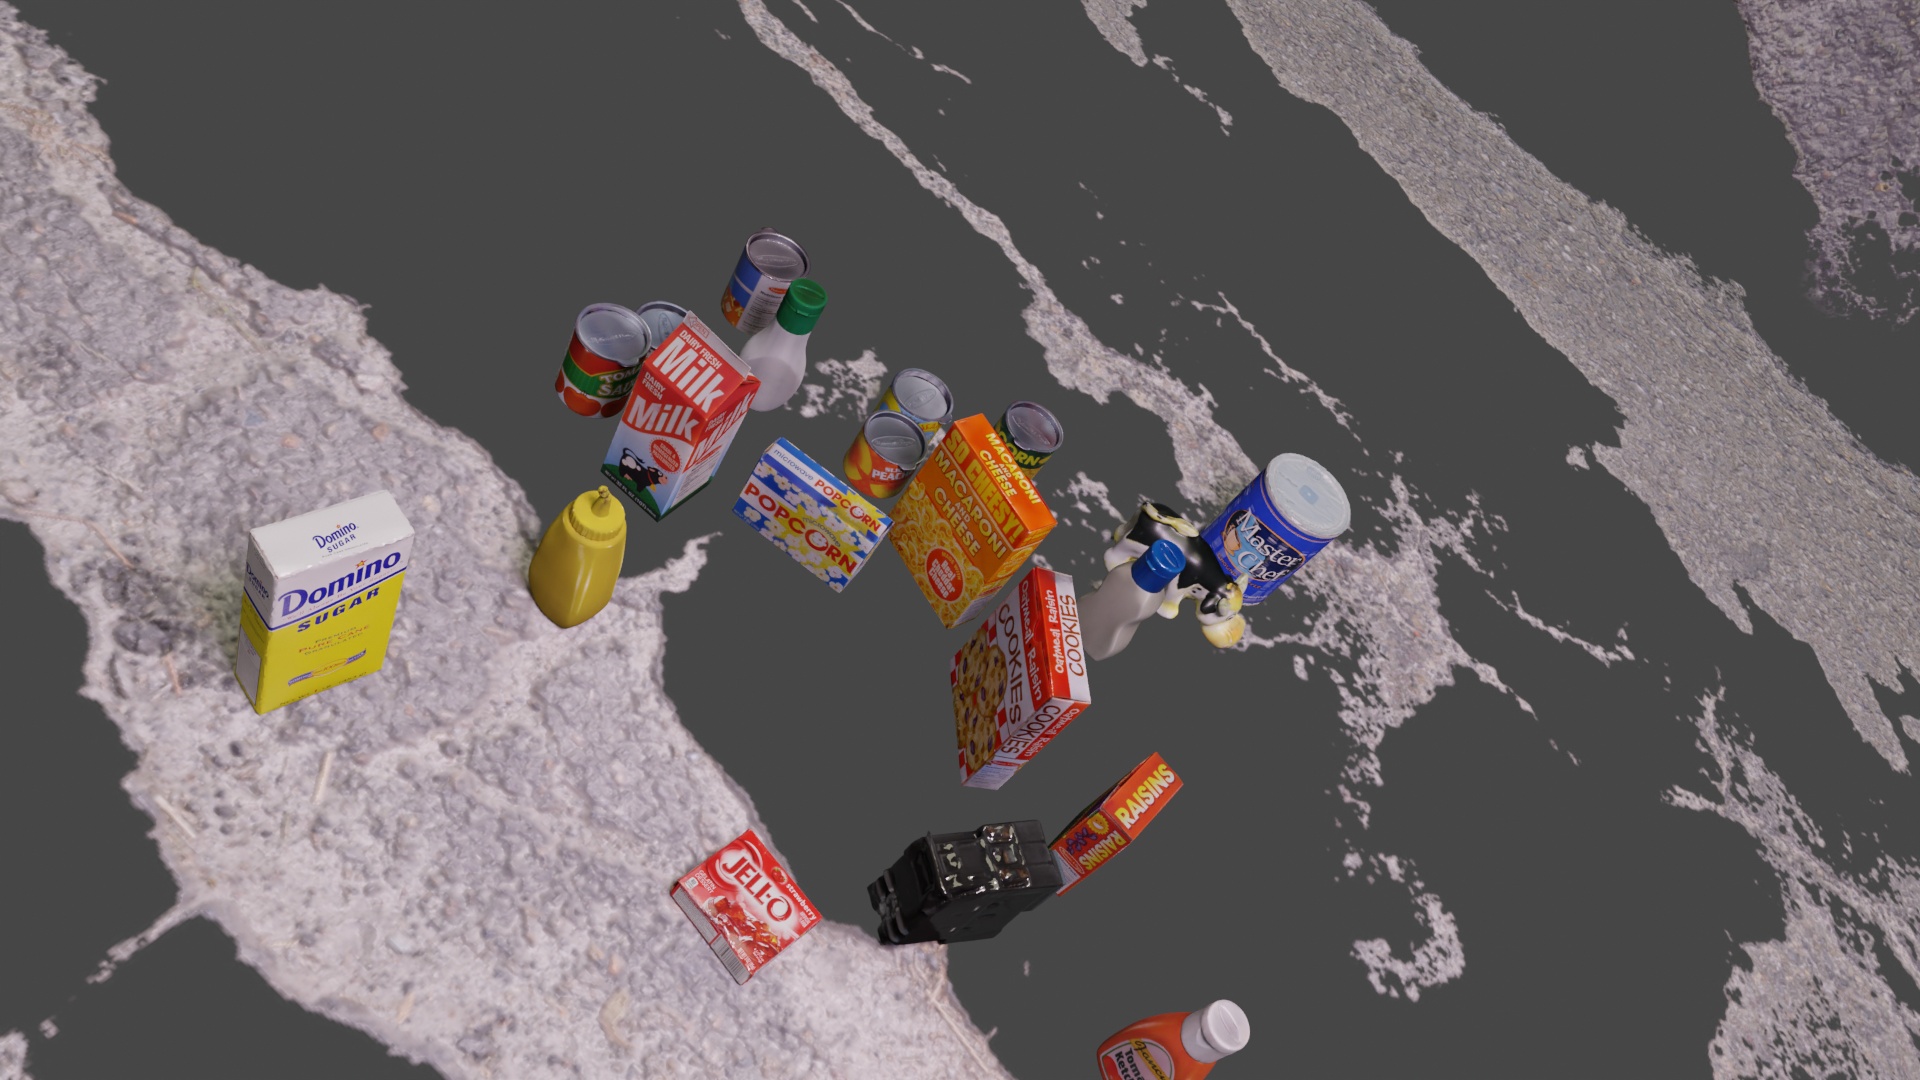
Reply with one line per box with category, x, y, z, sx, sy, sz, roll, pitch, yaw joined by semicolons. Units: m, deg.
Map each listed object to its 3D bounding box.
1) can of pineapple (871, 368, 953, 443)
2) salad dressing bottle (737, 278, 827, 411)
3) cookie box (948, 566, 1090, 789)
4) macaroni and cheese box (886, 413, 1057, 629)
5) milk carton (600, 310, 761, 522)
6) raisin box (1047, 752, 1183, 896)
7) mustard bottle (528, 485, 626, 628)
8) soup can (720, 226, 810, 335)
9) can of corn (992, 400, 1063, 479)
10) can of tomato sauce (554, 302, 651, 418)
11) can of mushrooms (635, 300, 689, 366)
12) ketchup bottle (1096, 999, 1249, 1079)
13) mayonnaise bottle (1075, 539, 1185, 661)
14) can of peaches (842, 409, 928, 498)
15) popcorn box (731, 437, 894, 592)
can of pineapple;-0.048;-0.126;1.380;0.071;0.057;0.071;16;50;-20
salad dressing bottle;-0.166;-0.181;1.289;0.064;0.147;0.044;20;49;-17
cookie box;0.046;0.119;1.174;0.040;0.166;0.123;11;52;-24
macaroni and cheese box;0.004;-0.016;1.252;0.040;0.165;0.124;-19;68;-39
milk carton;-0.231;-0.107;1.165;0.072;0.189;0.074;42;46;4
raisin box;0.121;0.237;1.160;0.040;0.122;0.086;48;47;9
mustard bottle;-0.288;0.006;1.066;0.065;0.159;0.049;49;47;9
soup can;-0.194;-0.255;1.372;0.071;0.083;0.072;16;50;-20
can of corn;0.061;-0.099;1.424;0.071;0.058;0.071;16;50;-20
can of tomato sauce;-0.315;-0.156;1.226;0.071;0.082;0.071;16;50;-20
can of mushrooms;-0.281;-0.191;1.306;0.071;0.033;0.071;16;50;-20
ketchup bottle;0.162;0.387;1.053;0.044;0.148;0.065;-15;66;-38
mayonnaise bottle;0.157;0.053;1.304;0.041;0.147;0.065;-17;67;-38
can of peaches;-0.072;-0.080;1.331;0.071;0.057;0.071;16;50;-20
popcorn box;-0.132;-0.022;1.231;0.127;0.084;0.038;37;46;-1
